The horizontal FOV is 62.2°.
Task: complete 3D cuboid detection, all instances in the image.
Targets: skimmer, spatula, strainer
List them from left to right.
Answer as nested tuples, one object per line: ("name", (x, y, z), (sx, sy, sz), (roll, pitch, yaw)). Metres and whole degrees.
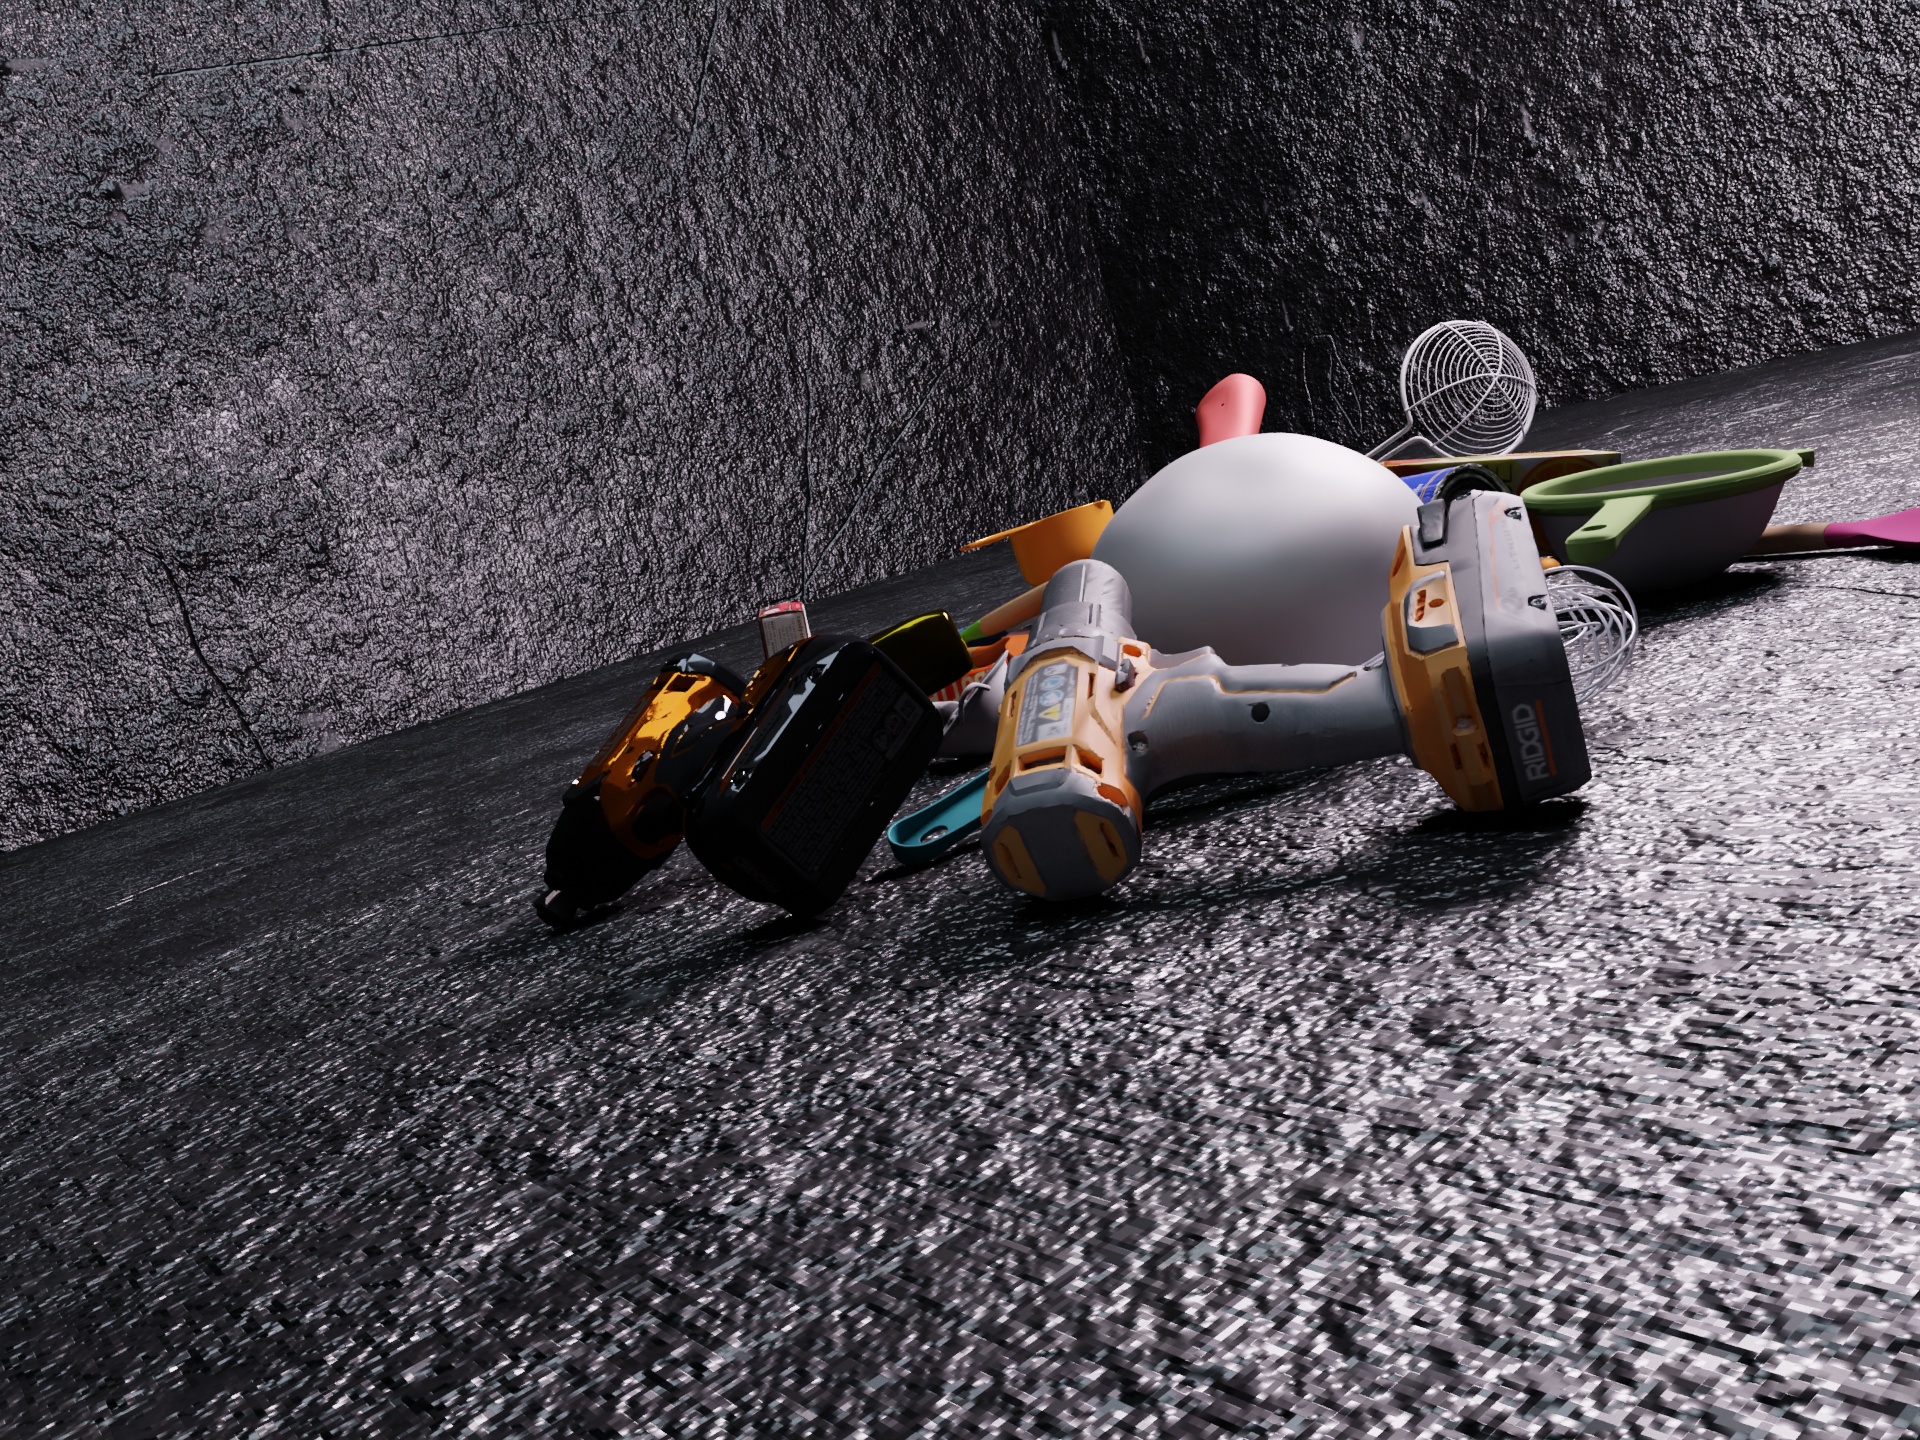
("strainer", (-0.002, -0.003, 1.050), (0.087, 0.050, 0.258), (-53, 9, -6))
("spatula", (0.002, -0.034, 1.143), (0.081, 0.041, 0.323), (-7, 1, -33))
("strainer", (0.096, -0.051, 0.785), (0.340, 0.095, 0.211), (-32, 36, -18))
("skimmer", (0.338, -0.213, 1.415), (0.363, 0.127, 0.090), (-35, 3, 25))
("strainer", (0.381, -0.097, 0.887), (0.151, 0.069, 0.256), (-3, 15, 35))

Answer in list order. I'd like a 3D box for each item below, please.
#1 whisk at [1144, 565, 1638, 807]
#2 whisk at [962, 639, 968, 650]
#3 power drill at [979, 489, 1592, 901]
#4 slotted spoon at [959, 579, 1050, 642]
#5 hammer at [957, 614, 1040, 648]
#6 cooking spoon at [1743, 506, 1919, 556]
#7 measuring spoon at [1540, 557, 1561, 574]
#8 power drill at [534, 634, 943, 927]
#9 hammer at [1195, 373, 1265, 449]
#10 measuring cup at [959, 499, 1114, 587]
("whisk", (0.161, 0.001, 0.709), (0.284, 0.070, 0.070), (-19, 8, 8))
("whisk", (-0.099, -0.001, 1.106), (0.245, 0.051, 0.047), (-26, -19, 22))
("power drill", (0.122, -0.023, 0.650), (0.226, 0.084, 0.185), (-13, 36, 19))
("slotted spoon", (0.034, -0.077, 1.194), (0.070, 0.031, 0.314), (-22, -1, -41))
("hammer", (0.053, -0.082, 1.337), (0.405, 0.035, 0.144), (-19, 0, 22))
("cooking spoon", (0.486, -0.106, 0.925), (0.069, 0.017, 0.319), (-24, 11, -18))
("measuring spoon", (0.359, -0.093, 1.086), (0.117, 0.011, 0.021), (-17, 9, -13))
("power drill", (-0.124, 0.038, 0.782), (0.226, 0.084, 0.164), (-4, 47, 55))
("hammer", (0.153, -0.107, 0.954), (0.149, 0.036, 0.359), (-10, 36, 28))
("measuring cup", (0.062, -0.130, 1.265), (0.095, 0.052, 0.173), (-18, 2, 41))
